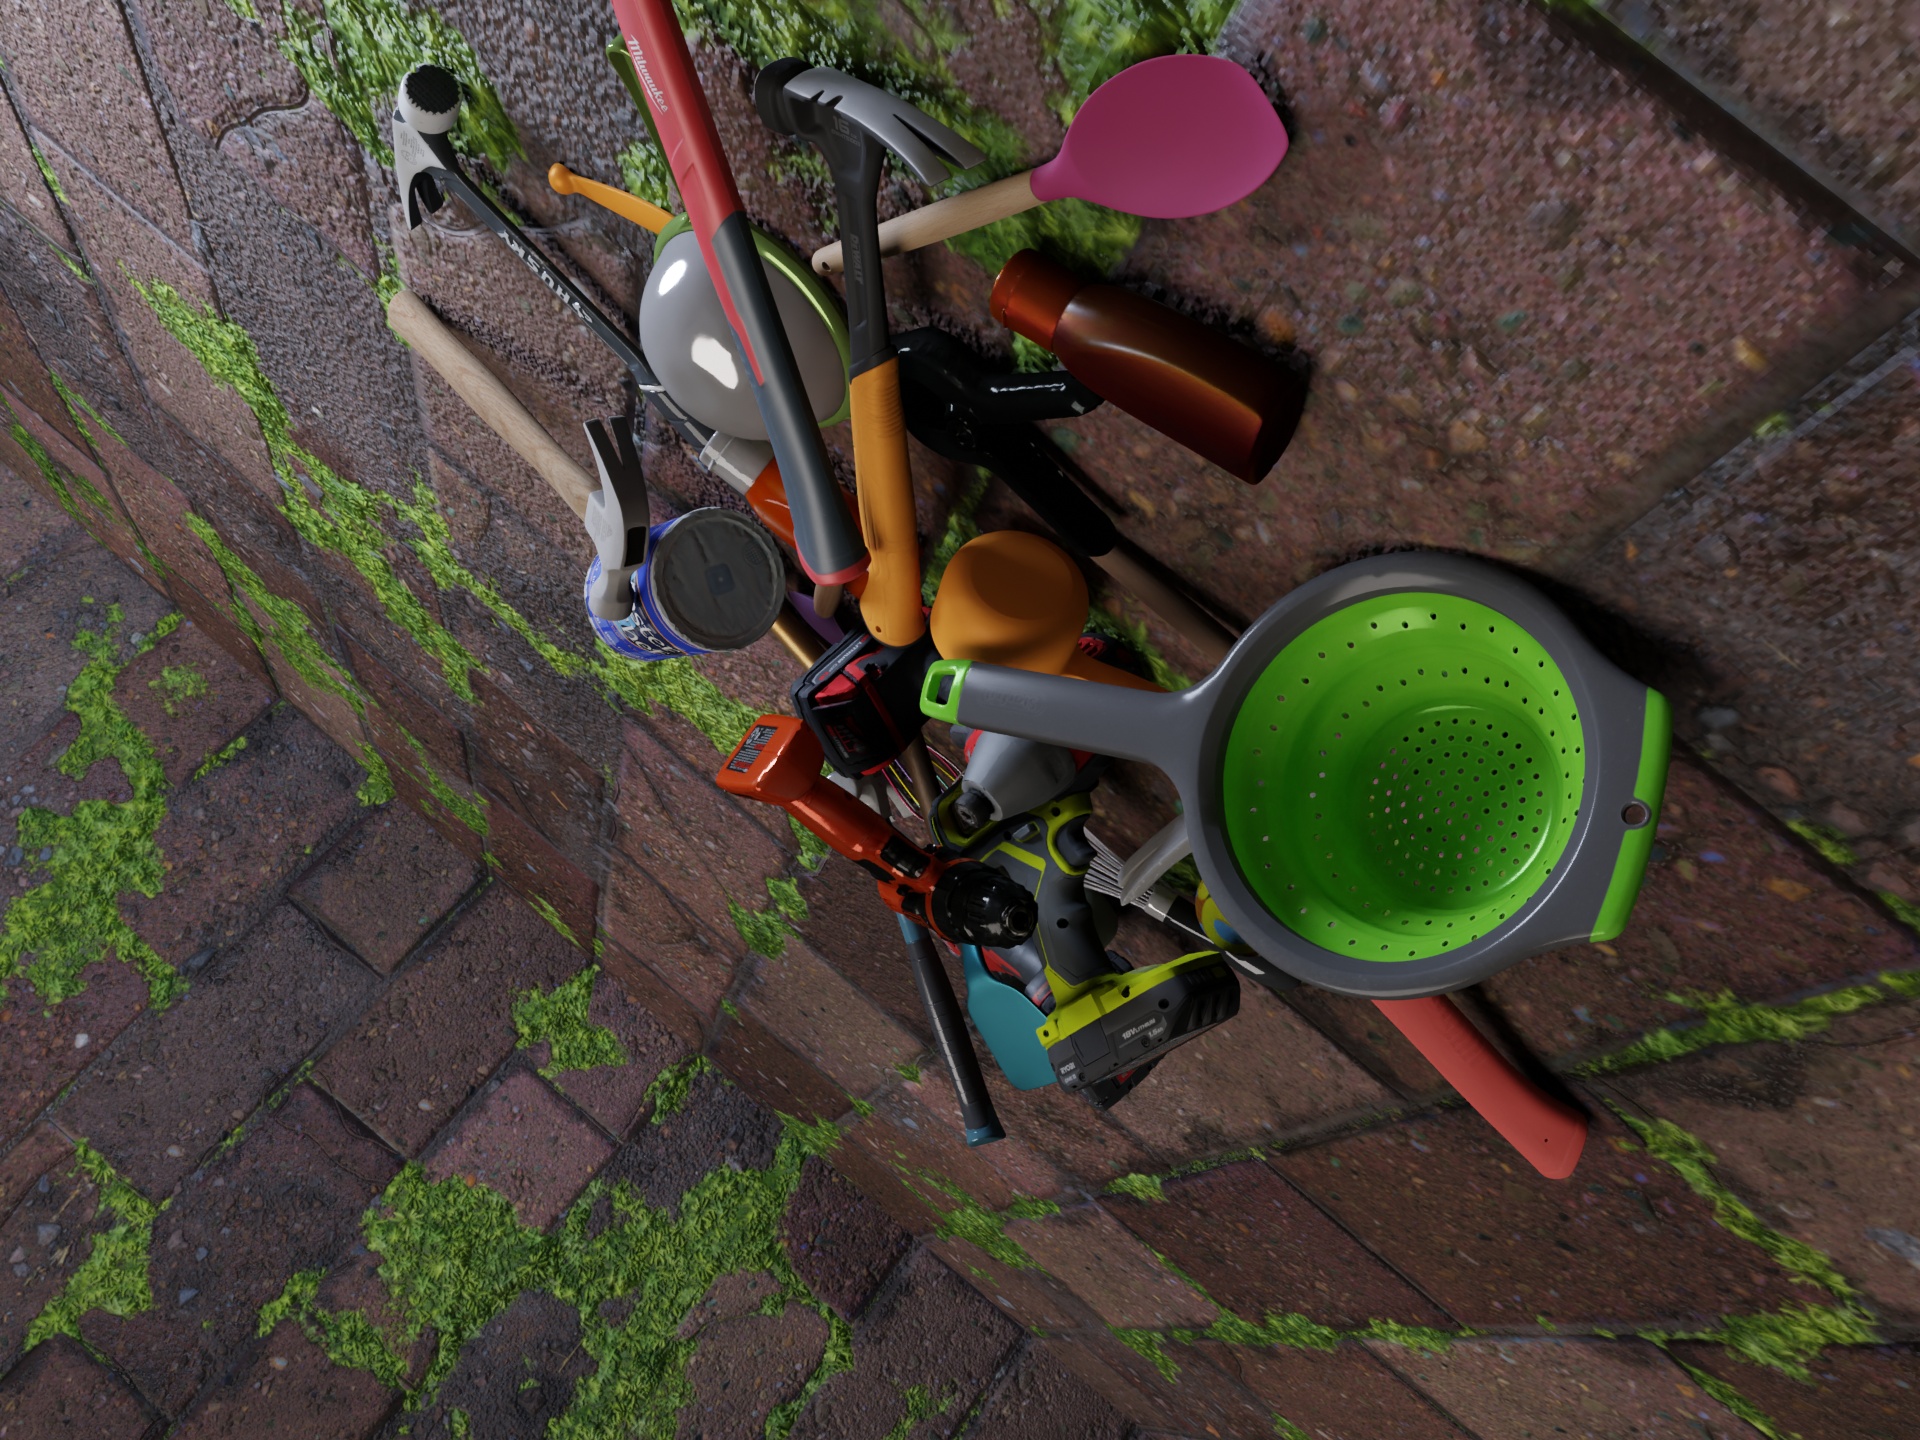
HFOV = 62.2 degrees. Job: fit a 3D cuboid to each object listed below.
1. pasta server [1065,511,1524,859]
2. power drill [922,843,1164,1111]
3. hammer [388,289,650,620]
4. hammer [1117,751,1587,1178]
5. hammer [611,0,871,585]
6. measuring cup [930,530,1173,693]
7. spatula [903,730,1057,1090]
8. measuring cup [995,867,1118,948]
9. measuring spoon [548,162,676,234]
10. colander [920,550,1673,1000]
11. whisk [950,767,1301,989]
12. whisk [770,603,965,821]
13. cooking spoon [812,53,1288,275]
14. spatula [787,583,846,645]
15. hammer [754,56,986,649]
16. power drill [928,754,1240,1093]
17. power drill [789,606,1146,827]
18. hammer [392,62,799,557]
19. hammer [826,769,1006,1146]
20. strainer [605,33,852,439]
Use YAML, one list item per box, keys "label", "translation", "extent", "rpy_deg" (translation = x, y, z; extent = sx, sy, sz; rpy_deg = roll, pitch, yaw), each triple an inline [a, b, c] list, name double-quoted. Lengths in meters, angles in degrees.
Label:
- label: "pasta server"
  translation: [0.166, -0.028, 0.856]
  extent: [0.316, 0.040, 0.060]
  rpy_deg: [41, 156, 10]
- label: "power drill"
  translation: [0.061, 0.203, 1.235]
  extent: [0.227, 0.080, 0.187]
  rpy_deg: [35, 161, 48]
- label: "hammer"
  translation: [-0.324, -0.219, 1.149]
  extent: [0.332, 0.031, 0.130]
  rpy_deg: [44, 133, 27]
- label: "hammer"
  translation: [0.259, 0.168, 0.961]
  extent: [0.149, 0.037, 0.358]
  rpy_deg: [-37, 112, 21]
- label: "hammer"
  translation: [-0.108, -0.238, 0.779]
  extent: [0.143, 0.038, 0.386]
  rpy_deg: [20, 137, 49]
- label: "measuring cup"
  translation: [0.067, -0.048, 0.903]
  extent: [0.173, 0.095, 0.052]
  rpy_deg: [26, 146, 8]
- label: "spatula"
  translation: [0.002, 0.107, 1.133]
  extent: [0.082, 0.044, 0.318]
  rpy_deg: [-36, 66, 47]
- label: "measuring cup"
  translation: [0.059, 0.122, 1.253]
  extent: [0.168, 0.038, 0.083]
  rpy_deg: [39, 163, 32]
- label: "measuring spoon"
  translation: [-0.202, -0.303, 0.941]
  extent: [0.117, 0.011, 0.021]
  rpy_deg: [29, 153, 22]
- label: "colander"
  translation: [0.153, 0.019, 0.796]
  extent: [0.397, 0.204, 0.094]
  rpy_deg: [11, 174, 39]
- label: "whisk"
  translation: [0.115, 0.113, 1.133]
  extent: [0.285, 0.070, 0.070]
  rpy_deg: [29, 153, 14]
- label: "whisk"
  translation: [-0.072, -0.005, 1.223]
  extent: [0.245, 0.047, 0.051]
  rpy_deg: [48, 156, -6]
- label: "cooking spoon"
  translation: [0.021, -0.238, 0.720]
  extent: [0.319, 0.017, 0.068]
  rpy_deg: [4, 143, 53]
- label: "spatula"
  translation: [-0.090, -0.080, 1.053]
  extent: [0.060, 0.018, 0.316]
  rpy_deg: [42, 172, -3]
- label: "hammer"
  translation: [-0.038, -0.163, 0.830]
  extent: [0.127, 0.034, 0.336]
  rpy_deg: [36, 148, 31]
- label: "power drill"
  translation: [0.080, 0.110, 1.027]
  extent: [0.171, 0.080, 0.223]
  rpy_deg: [-41, 67, 40]
- label: "power drill"
  translation: [-0.002, -0.003, 0.997]
  extent: [0.220, 0.143, 0.078]
  rpy_deg: [14, 141, 49]
- label: "hammer"
  translation: [-0.217, -0.235, 1.050]
  extent: [0.408, 0.036, 0.149]
  rpy_deg: [46, 156, -11]
- label: "hammer"
  translation: [-0.031, 0.190, 1.290]
  extent: [0.128, 0.033, 0.331]
  rpy_deg: [-22, -87, -76]
- label: "strainer"
  translation: [-0.148, -0.245, 0.880]
  extent: [0.152, 0.069, 0.256]
  rpy_deg: [20, 151, 33]
